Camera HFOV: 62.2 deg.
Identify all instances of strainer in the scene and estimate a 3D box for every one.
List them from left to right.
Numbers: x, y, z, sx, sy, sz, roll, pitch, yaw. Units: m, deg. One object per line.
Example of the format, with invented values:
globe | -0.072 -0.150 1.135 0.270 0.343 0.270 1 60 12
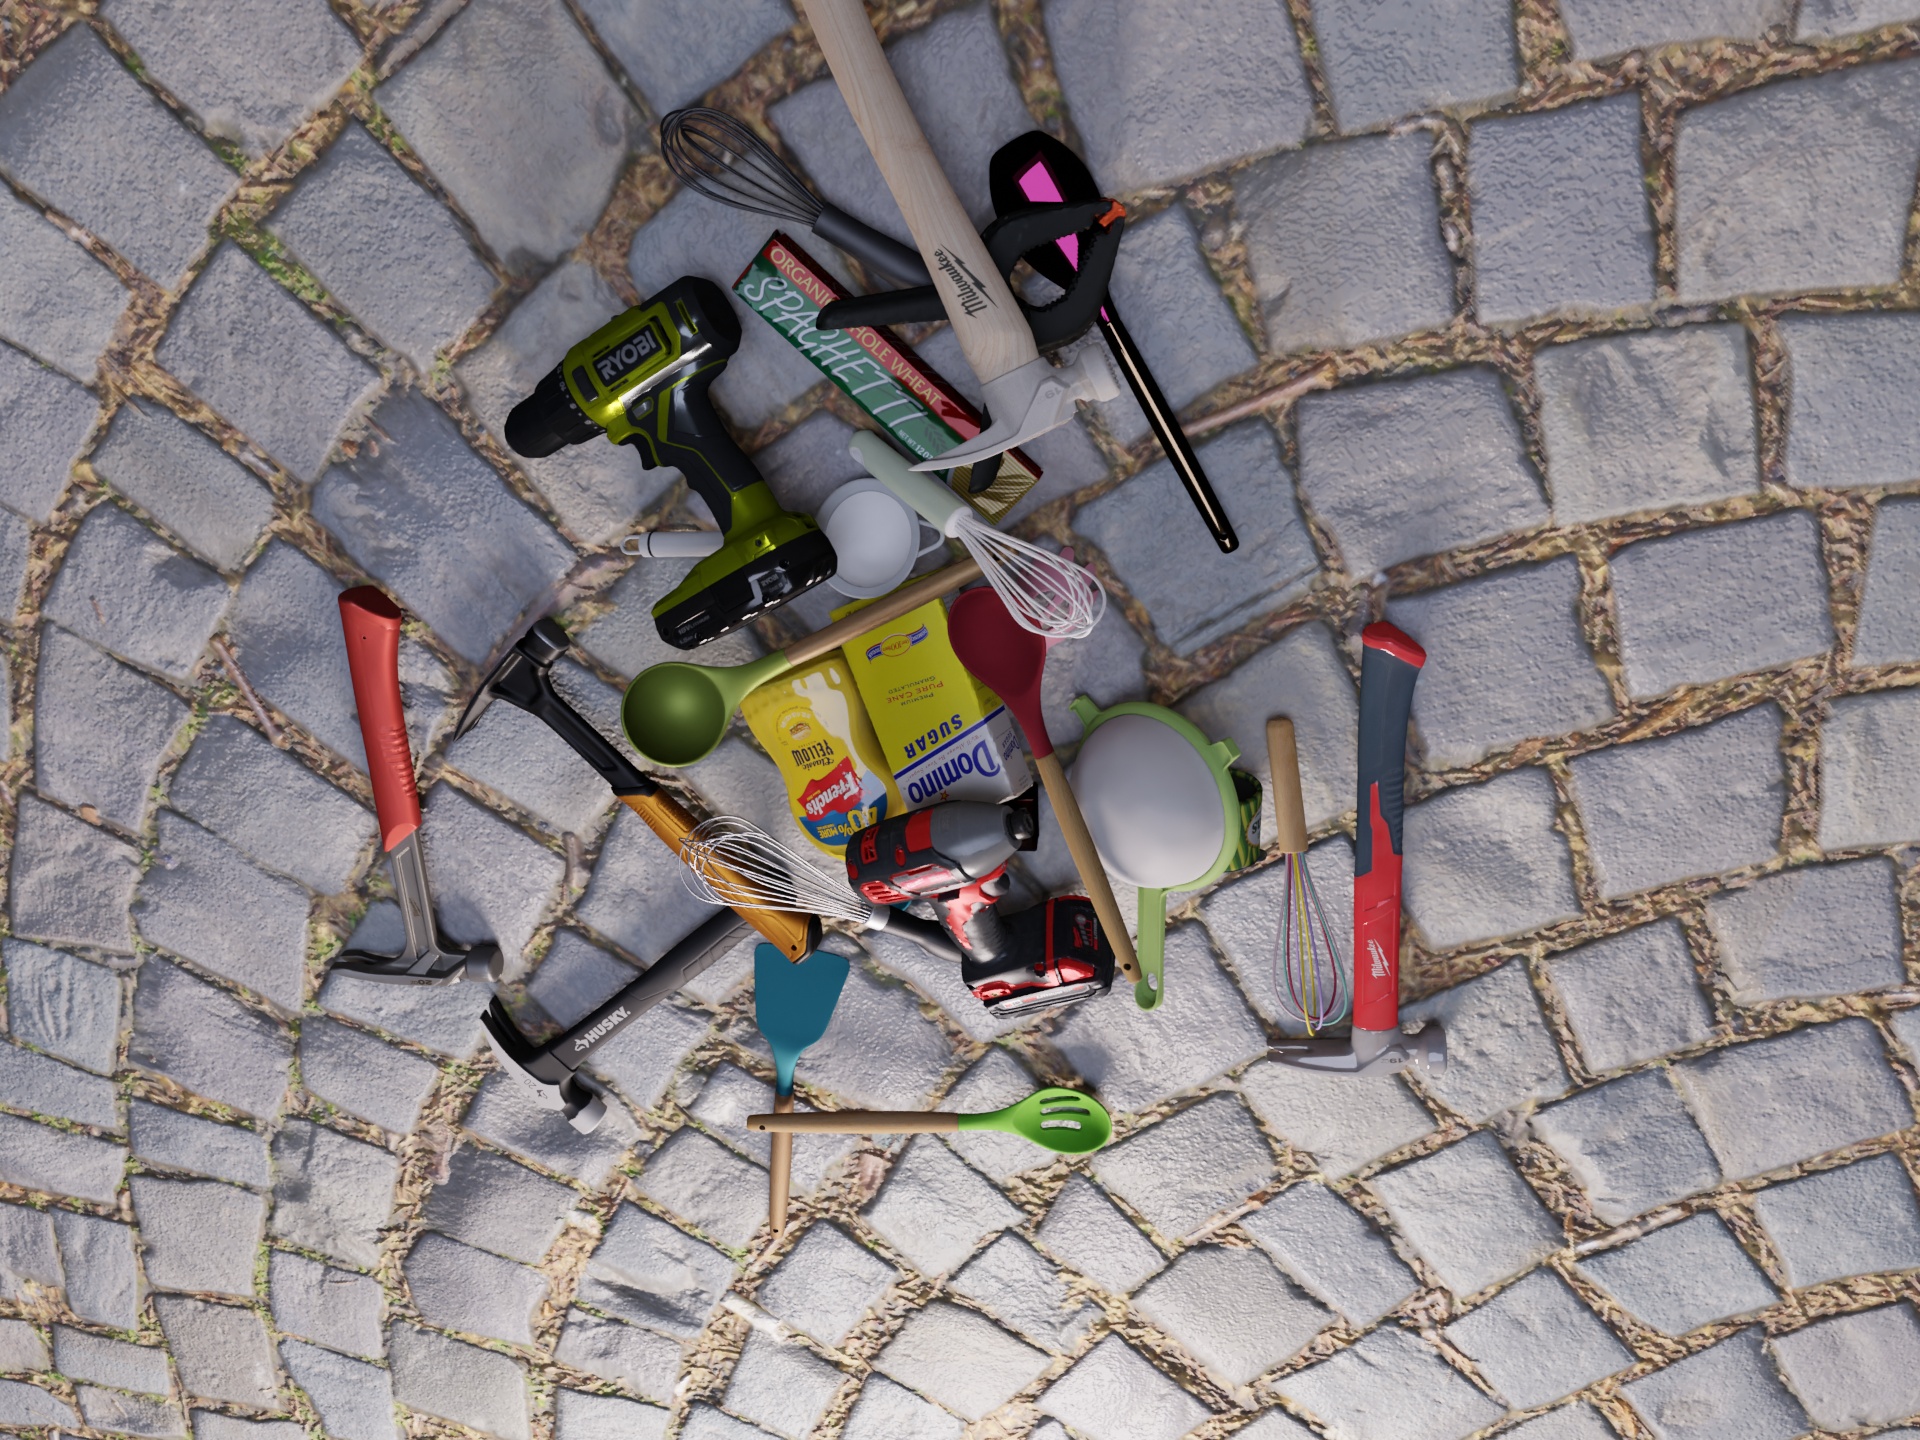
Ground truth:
strainer | -0.131 -0.132 1.169 0.258 0.050 0.087 1 90 14
strainer | 0.128 0.115 1.190 0.152 0.069 0.256 18 120 40

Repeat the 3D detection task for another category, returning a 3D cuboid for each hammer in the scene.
hammer | -0.474 0.062 1.309 0.149 0.037 0.358 2 116 7
hammer | -0.267 0.223 1.357 0.334 0.035 0.146 -38 106 22
hammer | -0.245 0.076 1.263 0.337 0.034 0.127 43 113 -5
hammer | -0.049 -0.362 1.005 0.146 0.038 0.410 -24 98 12
hammer | 0.305 0.109 1.223 0.143 0.038 0.386 -1 115 10

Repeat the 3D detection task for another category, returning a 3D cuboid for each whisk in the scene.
whisk | -0.093 -0.335 1.065 0.239 0.055 0.055 29 116 -10
whisk | -0.095 0.141 1.247 0.284 0.070 0.070 25 118 -29
whisk | 0.005 -0.131 1.082 0.059 0.247 0.057 -39 149 -16
whisk | 0.255 0.120 1.201 0.051 0.047 0.245 -1 100 48

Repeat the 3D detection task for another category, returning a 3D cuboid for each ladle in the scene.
ladle | -0.103 -0.053 1.135 0.320 0.062 0.078 -24 99 17
ladle | 0.071 0.048 1.141 0.069 0.031 0.315 -17 101 26

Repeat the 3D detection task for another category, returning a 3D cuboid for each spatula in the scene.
spatula | -0.152 0.338 1.403 0.082 0.044 0.317 9 121 3

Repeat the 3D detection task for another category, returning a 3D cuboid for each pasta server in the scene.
pasta server | -0.002 -0.004 1.220 0.060 0.040 0.316 34 119 -9

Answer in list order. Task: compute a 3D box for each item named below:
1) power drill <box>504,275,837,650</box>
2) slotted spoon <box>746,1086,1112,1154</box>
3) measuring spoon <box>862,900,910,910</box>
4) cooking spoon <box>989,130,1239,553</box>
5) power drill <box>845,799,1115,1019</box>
power drill | -0.206 -0.170 1.121 0.190 0.080 0.228 -27 94 22
slotted spoon | -0.028 0.343 1.368 0.314 0.031 0.070 -1 114 2
measuring spoon | -0.020 0.121 1.288 0.128 0.021 0.042 -21 123 7
cooking spoon | 0.114 -0.251 1.090 0.069 0.017 0.318 -26 108 18
power drill | 0.027 0.136 1.198 0.143 0.079 0.219 -19 136 24
